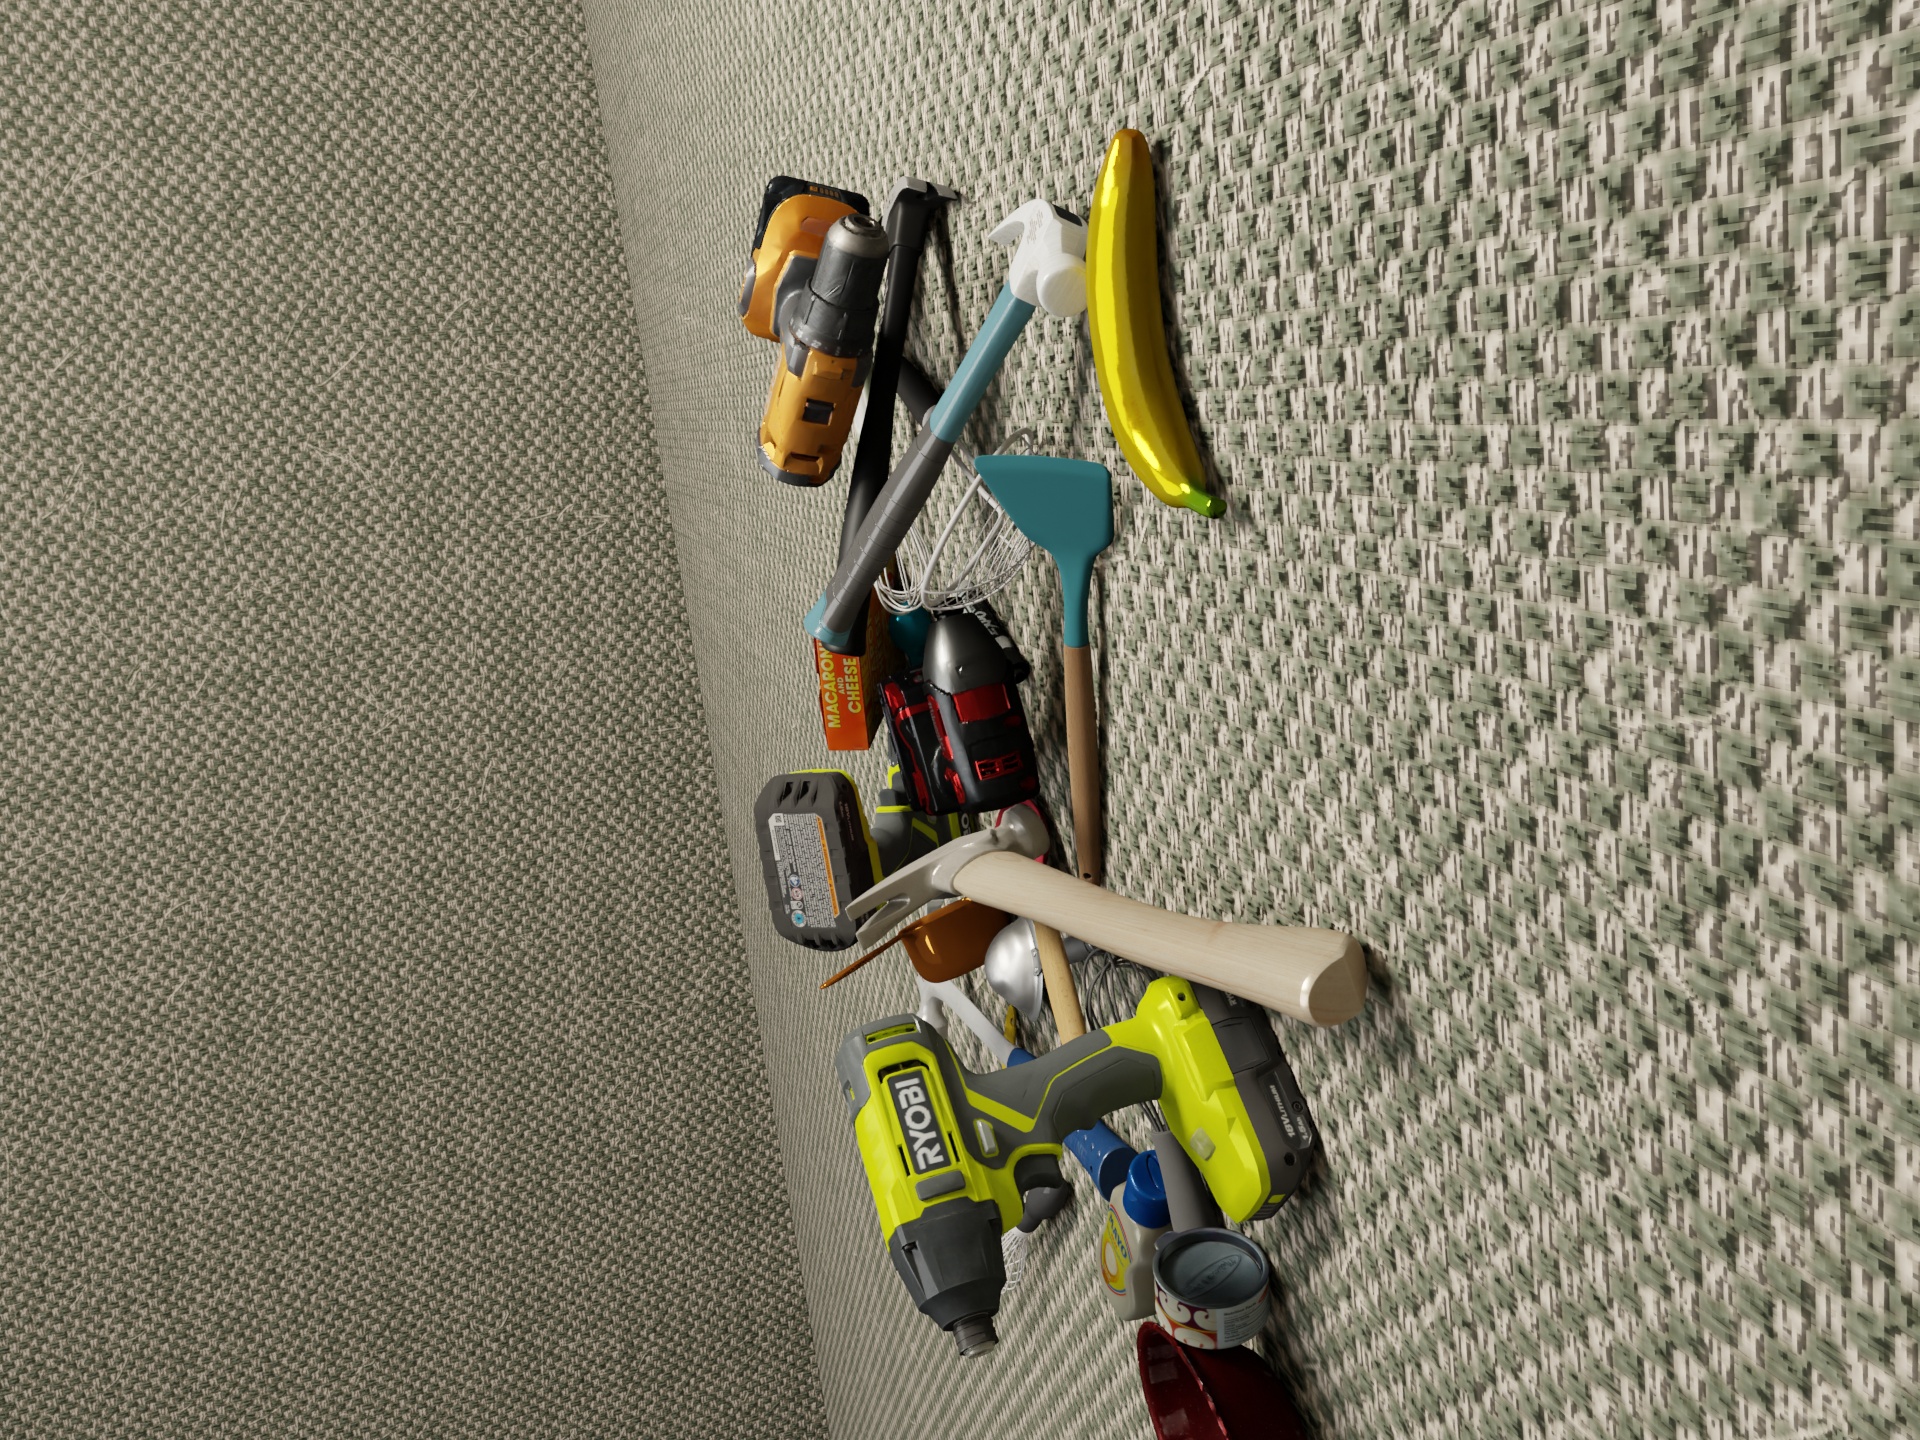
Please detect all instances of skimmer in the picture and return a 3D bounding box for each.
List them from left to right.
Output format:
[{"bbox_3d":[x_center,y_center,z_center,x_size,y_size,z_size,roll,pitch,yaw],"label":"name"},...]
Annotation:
[{"bbox_3d":[-0.025,-0.194,1.099,0.127,0.090,0.364,-62,31,22],"label":"skimmer"}]

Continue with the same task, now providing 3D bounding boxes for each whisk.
[{"bbox_3d":[-0.066,-0.202,1.274,0.058,0.059,0.246,5,115,39],"label":"whisk"},{"bbox_3d":[0.047,0.441,1.373,0.284,0.070,0.070,112,144,-54],"label":"whisk"},{"bbox_3d":[0.124,0.252,0.974,0.055,0.055,0.239,156,98,-74],"label":"whisk"}]

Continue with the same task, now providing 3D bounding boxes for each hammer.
[{"bbox_3d":[-0.055,-0.209,1.095,0.146,0.035,0.335,173,106,-76],"label":"hammer"},{"bbox_3d":[-0.017,-0.164,0.954,0.331,0.033,0.128,-55,25,37],"label":"hammer"},{"bbox_3d":[0.040,0.264,1.270,0.406,0.035,0.144,-150,62,-67],"label":"hammer"},{"bbox_3d":[0.070,0.114,0.884,0.411,0.146,0.038,7,123,65],"label":"hammer"}]

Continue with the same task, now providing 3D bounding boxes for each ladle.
[{"bbox_3d":[0.058,0.144,1.043,0.316,0.031,0.069,-102,27,-63],"label":"ladle"}]

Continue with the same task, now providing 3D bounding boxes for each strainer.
[{"bbox_3d":[0.061,0.171,1.154,0.258,0.050,0.087,137,129,-68],"label":"strainer"}]

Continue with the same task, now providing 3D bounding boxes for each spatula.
[{"bbox_3d":[0.067,-0.020,0.976,0.044,0.082,0.317,-50,-39,-51],"label":"spatula"}]

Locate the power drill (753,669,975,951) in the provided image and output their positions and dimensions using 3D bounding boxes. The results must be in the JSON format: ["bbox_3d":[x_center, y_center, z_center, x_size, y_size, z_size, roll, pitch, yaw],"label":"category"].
[{"bbox_3d":[-0.064,0.069,1.257,0.228,0.080,0.190,-26,-71,-59],"label":"power drill"}]

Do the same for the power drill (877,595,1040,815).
[{"bbox_3d":[-0.002,-0.004,1.119,0.219,0.078,0.143,144,111,-80],"label":"power drill"}]

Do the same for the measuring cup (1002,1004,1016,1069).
[{"bbox_3d":[0.051,0.315,1.335,0.062,0.029,0.156,-167,78,-70],"label":"measuring cup"}]

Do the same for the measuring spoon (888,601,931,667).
[{"bbox_3d":[-0.027,-0.039,1.341,0.021,0.042,0.128,1,111,49],"label":"measuring spoon"}]

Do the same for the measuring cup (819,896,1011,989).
[{"bbox_3d":[-0.032,0.190,1.255,0.095,0.173,0.052,-28,89,57],"label":"measuring cup"}]

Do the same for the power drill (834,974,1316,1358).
[{"bbox_3d":[0.062,0.223,0.836,0.080,0.223,0.171,100,154,-54],"label":"power drill"}]

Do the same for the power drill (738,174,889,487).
[{"bbox_3d":[-0.098,-0.296,1.098,0.226,0.084,0.185,-100,25,-46],"label":"power drill"}]
